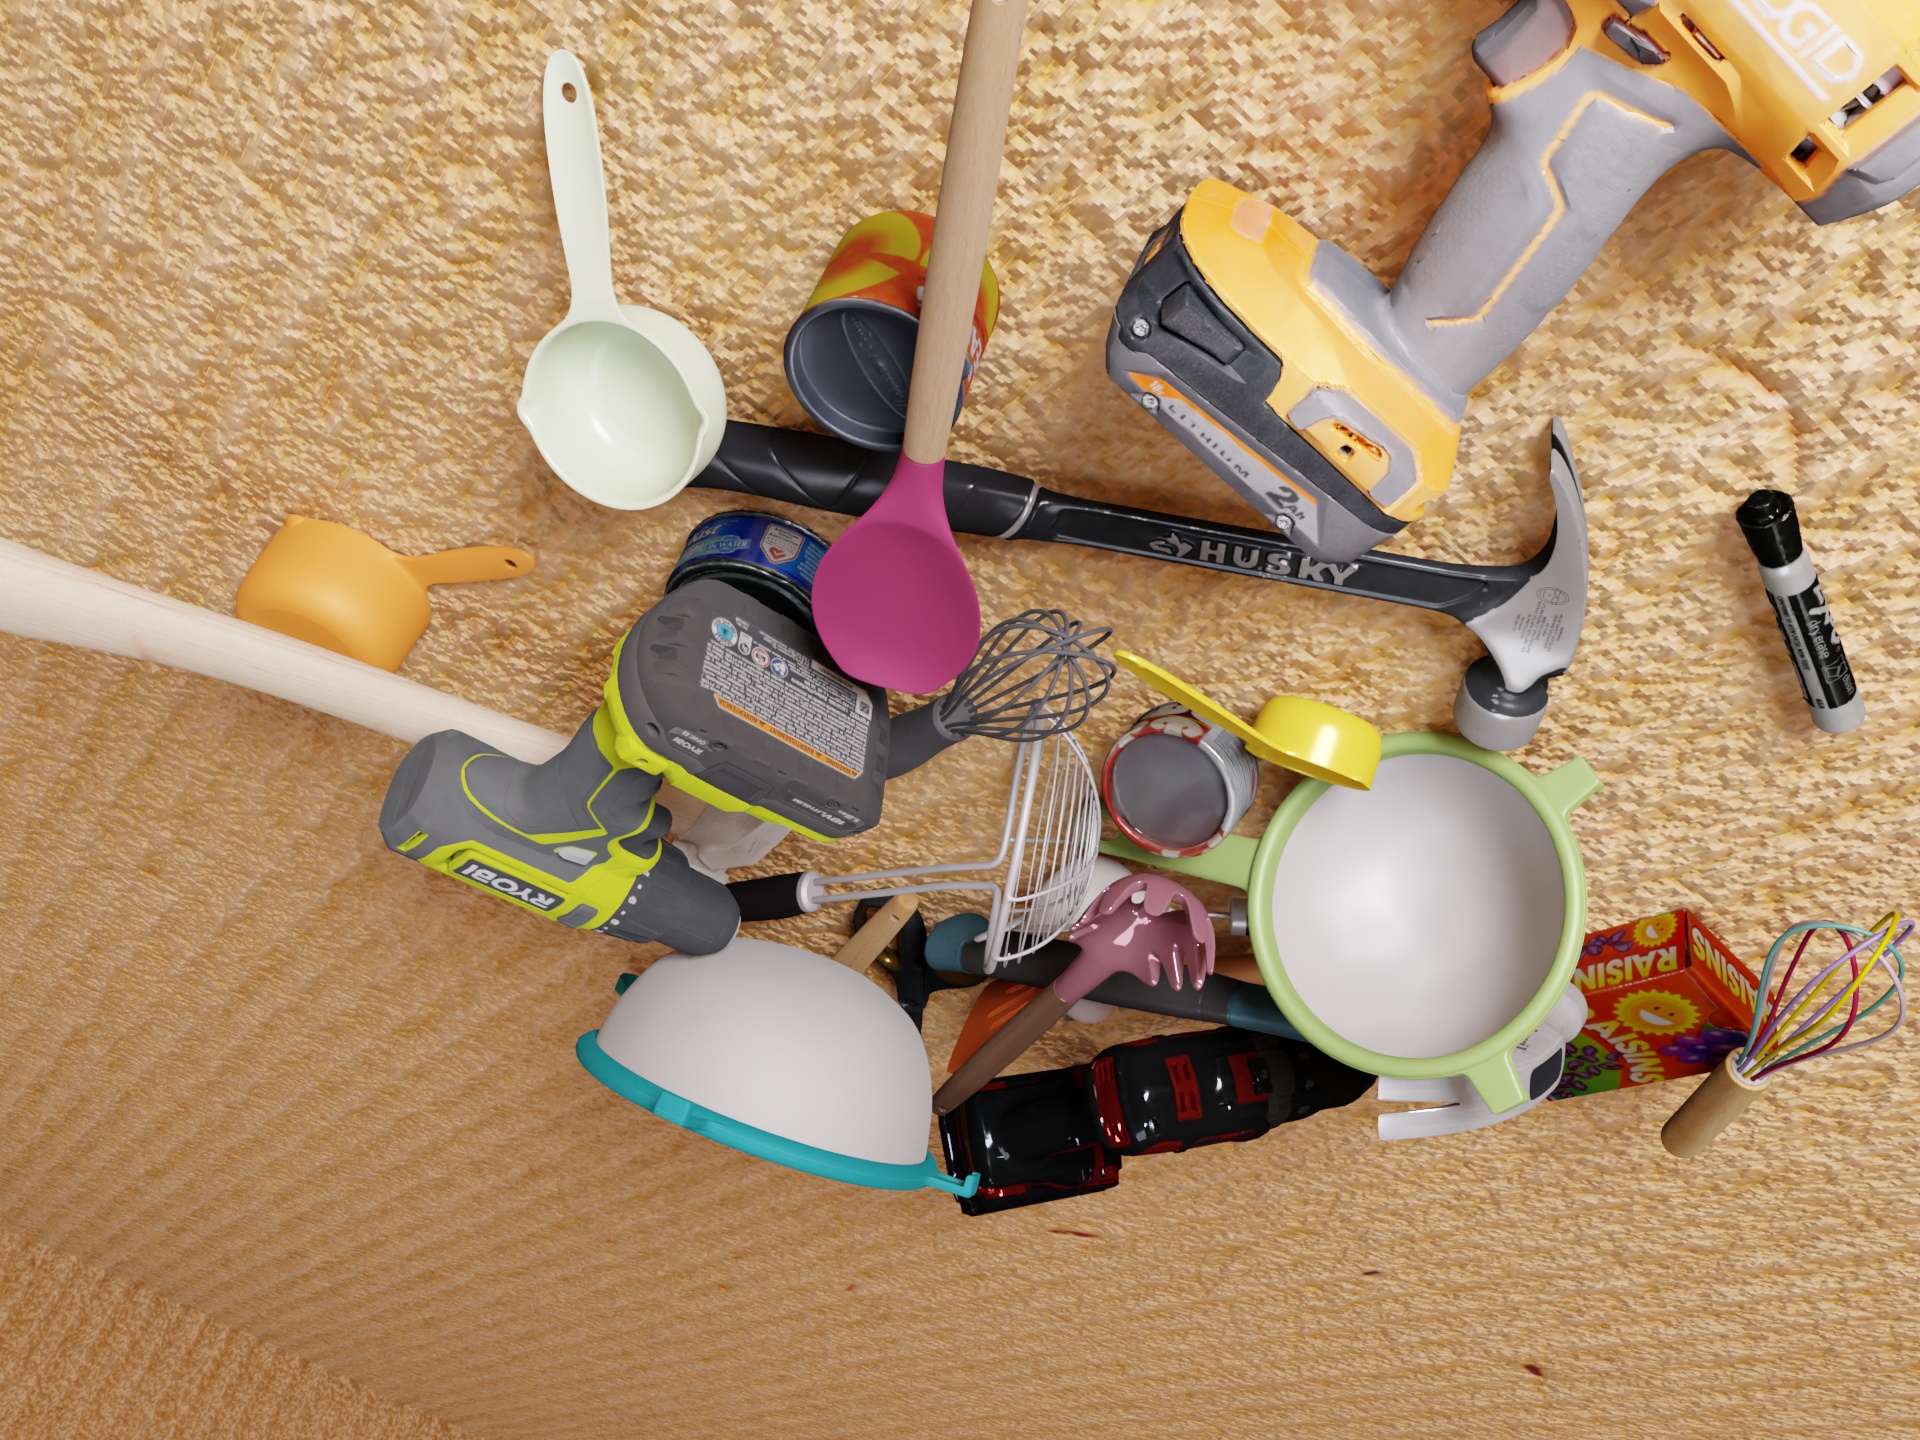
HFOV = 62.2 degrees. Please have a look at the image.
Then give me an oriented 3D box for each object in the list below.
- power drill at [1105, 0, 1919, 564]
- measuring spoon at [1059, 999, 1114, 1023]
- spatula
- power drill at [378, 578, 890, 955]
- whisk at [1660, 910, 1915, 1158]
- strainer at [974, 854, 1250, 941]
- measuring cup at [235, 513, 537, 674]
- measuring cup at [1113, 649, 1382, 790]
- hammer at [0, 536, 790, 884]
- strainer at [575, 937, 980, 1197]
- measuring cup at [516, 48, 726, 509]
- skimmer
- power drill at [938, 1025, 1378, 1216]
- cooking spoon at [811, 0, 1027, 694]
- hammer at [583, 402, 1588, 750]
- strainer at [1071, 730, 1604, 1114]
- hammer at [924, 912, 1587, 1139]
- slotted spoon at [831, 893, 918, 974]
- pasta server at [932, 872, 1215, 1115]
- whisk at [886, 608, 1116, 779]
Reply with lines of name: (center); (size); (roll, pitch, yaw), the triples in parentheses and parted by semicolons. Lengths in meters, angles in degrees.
power drill: (0.138, -0.169, 0.451); (0.185, 0.084, 0.226); (39, 132, -13)
measuring spoon: (0.049, 0.188, 0.980); (0.034, 0.018, 0.124); (34, 141, -19)
spatula: (0.139, 0.145, 0.867); (0.322, 0.081, 0.041); (-9, 116, 24)
power drill: (-0.139, 0.040, 0.754); (0.190, 0.080, 0.228); (31, 137, -32)
whisk: (0.361, 0.151, 0.717); (0.051, 0.047, 0.244); (8, 147, 8)
strainer: (0.136, 0.098, 0.817); (0.258, 0.050, 0.087); (3, 180, 10)
measuring cup: (-0.286, -0.056, 0.791); (0.174, 0.052, 0.095); (-4, 137, 29)
measuring cup: (0.120, -0.009, 0.662); (0.156, 0.029, 0.062); (27, 174, -38)
hammer: (-0.273, -0.011, 0.783); (0.410, 0.038, 0.146); (21, 140, -25)
strainer: (-0.129, 0.168, 0.938); (0.210, 0.095, 0.340); (23, 175, -30)
measuring cup: (-0.130, -0.165, 0.602); (0.083, 0.038, 0.167); (6, 117, 18)
skimmer: (-0.062, 0.075, 0.830); (0.090, 0.127, 0.363); (27, 153, -37)
power drill: (0.111, 0.224, 0.922); (0.187, 0.080, 0.226); (1, 159, -33)
cooking spoon: (-0.009, -0.111, 0.541); (0.069, 0.017, 0.318); (15, 142, 2)
hammer: (0.042, -0.084, 0.637); (0.409, 0.036, 0.149); (12, 141, 10)
strainer: (0.170, 0.077, 0.744); (0.256, 0.151, 0.069); (11, 175, 40)
hammer: (0.128, 0.140, 0.801); (0.331, 0.128, 0.033); (7, 110, 33)
slotted spoon: (-0.085, 0.171, 0.995); (0.070, 0.031, 0.313); (31, 144, -5)
pasta server: (0.040, 0.150, 0.793); (0.060, 0.040, 0.316); (30, 143, -4)
whisk: (-0.001, -0.003, 0.718); (0.055, 0.055, 0.239); (31, 156, -16)
